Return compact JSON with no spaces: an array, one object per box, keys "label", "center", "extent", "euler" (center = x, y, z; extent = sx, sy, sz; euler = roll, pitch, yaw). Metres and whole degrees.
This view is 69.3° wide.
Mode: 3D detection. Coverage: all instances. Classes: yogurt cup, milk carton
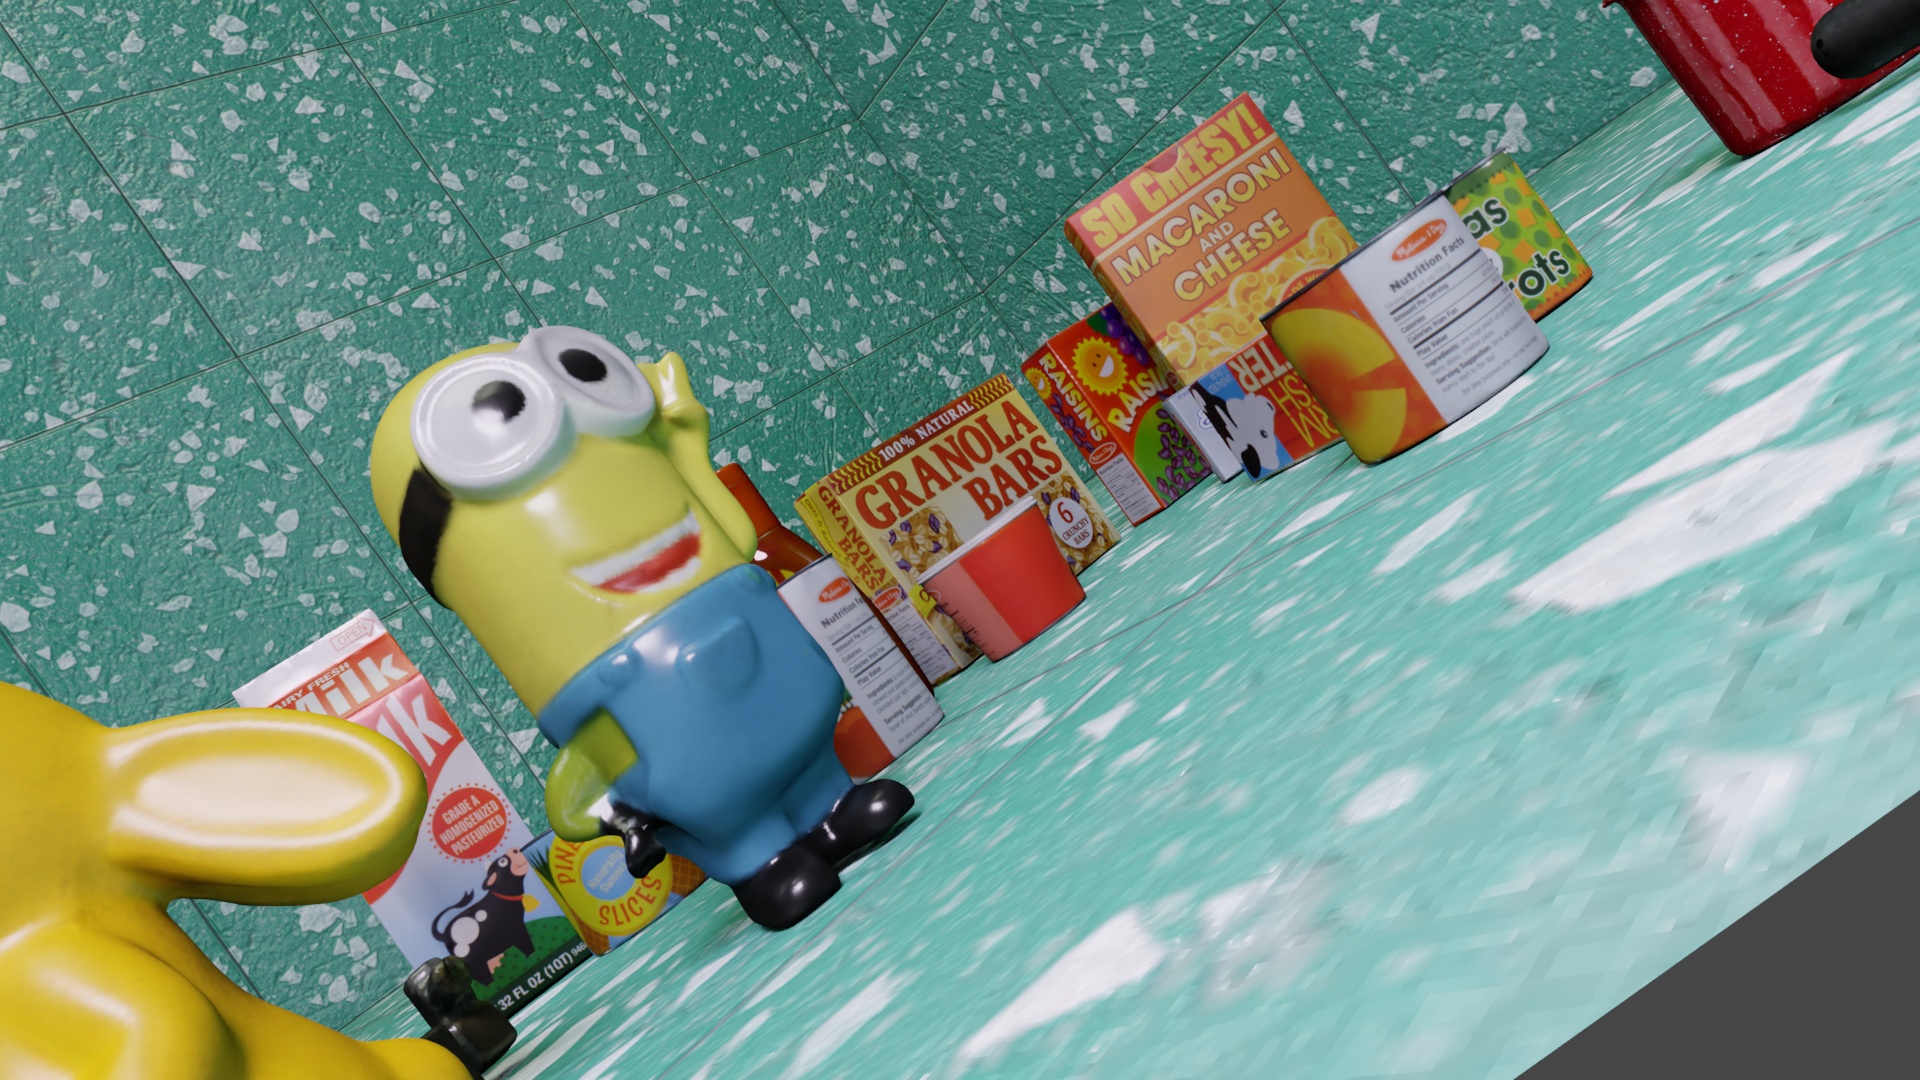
[{"label":"yogurt cup","center":[0.021,0.020,0.647],"extent":[0.072,0.054,0.072],"euler":[-36,0,0]},{"label":"milk carton","center":[-0.248,0.128,0.637],"extent":[0.072,0.190,0.073],"euler":[-35,-1,-23]}]

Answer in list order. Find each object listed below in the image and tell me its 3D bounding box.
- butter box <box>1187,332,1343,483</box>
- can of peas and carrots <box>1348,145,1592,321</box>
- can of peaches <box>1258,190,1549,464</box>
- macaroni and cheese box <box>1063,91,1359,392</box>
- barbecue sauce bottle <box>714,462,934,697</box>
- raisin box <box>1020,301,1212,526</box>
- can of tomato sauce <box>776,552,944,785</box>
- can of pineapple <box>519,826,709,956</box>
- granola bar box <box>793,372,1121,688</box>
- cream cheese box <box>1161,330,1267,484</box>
[{"label":"butter box","center":[0.137,-0.062,0.560],"extent":[0.024,0.053,0.103],"euler":[-35,0,-22]},{"label":"can of peas and carrots","center":[0.189,-0.103,0.515],"extent":[0.071,0.058,0.071],"euler":[-36,0,0]},{"label":"can of peaches","center":[0.136,-0.064,0.430],"extent":[0.071,0.058,0.071],"euler":[-36,0,0]},{"label":"macaroni and cheese box","center":[0.155,-0.144,0.773],"extent":[0.124,0.166,0.040],"euler":[-36,-1,0]},{"label":"barbecue sauce bottle","center":[-0.078,0.033,0.661],"extent":[0.065,0.148,0.043],"euler":[-36,-1,-1]},{"label":"raisin box","center":[0.107,-0.083,0.859],"extent":[0.086,0.123,0.040],"euler":[-35,-1,-31]},{"label":"can of tomato sauce","center":[-0.058,0.058,0.573],"extent":[0.071,0.083,0.071],"euler":[-36,0,0]},{"label":"can of pineapple","center":[-0.148,0.138,0.605],"extent":[0.071,0.058,0.071],"euler":[-36,0,0]},{"label":"granola bar box","center":[0.003,-0.010,0.780],"extent":[0.166,0.124,0.039],"euler":[-35,-1,-45]},{"label":"cream cheese box","center":[0.162,-0.080,0.722],"extent":[0.104,0.053,0.024],"euler":[-35,0,-3]}]
